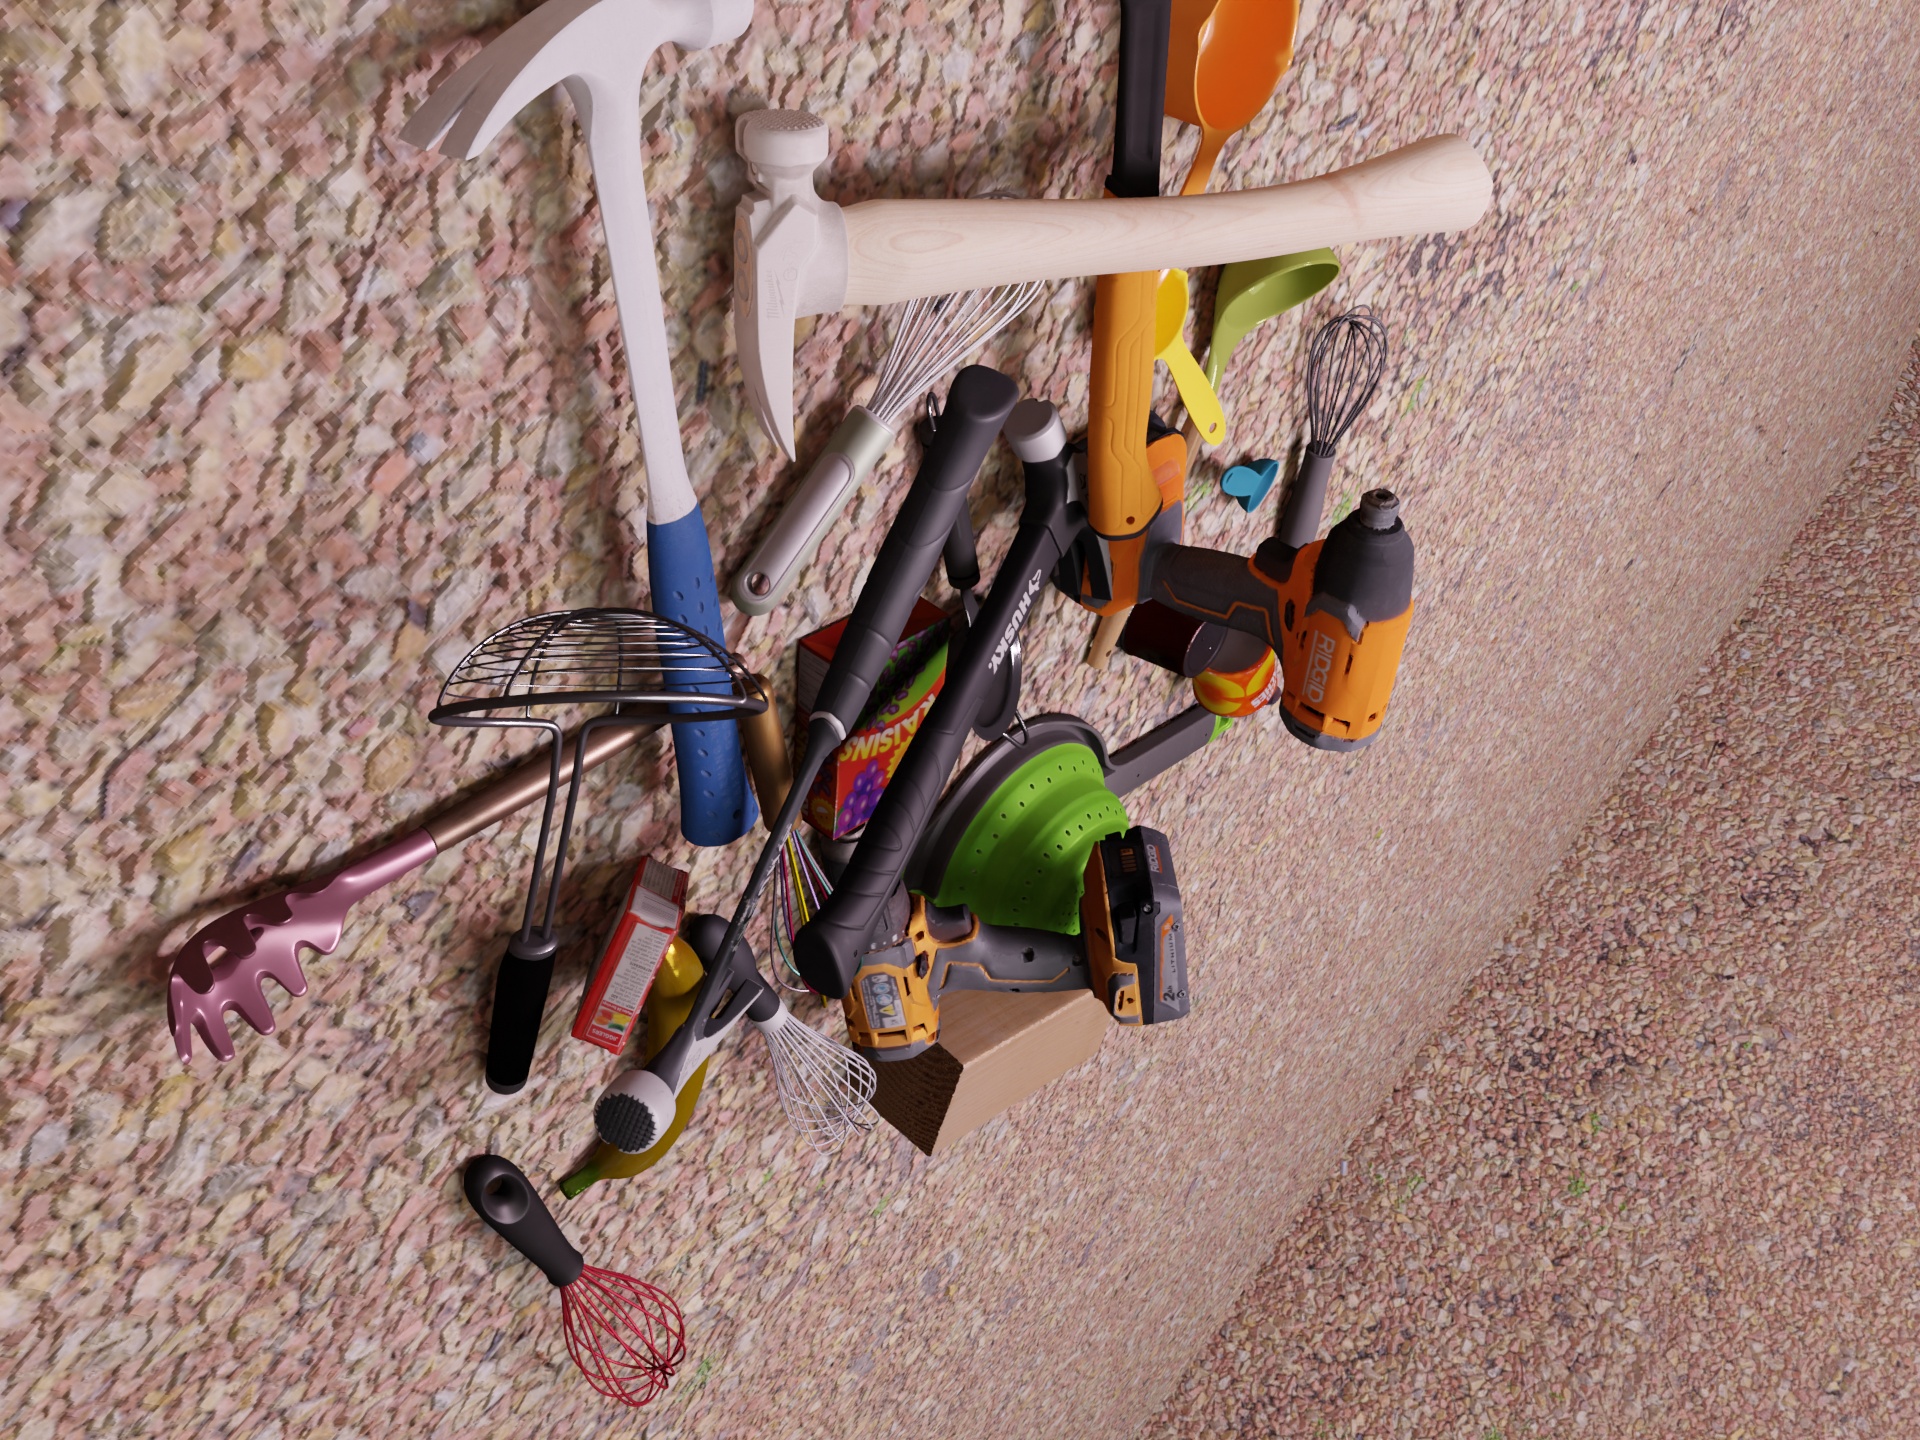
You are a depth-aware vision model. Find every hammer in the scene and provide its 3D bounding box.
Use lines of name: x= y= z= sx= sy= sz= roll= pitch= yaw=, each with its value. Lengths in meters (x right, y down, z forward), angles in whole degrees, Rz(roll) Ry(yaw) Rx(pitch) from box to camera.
hammer: x=0.088 y=-0.224 z=0.761 sx=0.410 sy=0.038 sz=0.146 roll=-14 pitch=127 yaw=-25
hammer: x=-0.001 y=-0.003 z=0.867 sx=0.335 sy=0.035 sz=0.146 roll=-64 pitch=149 yaw=-22
hammer: x=-0.069 y=0.018 z=0.779 sx=0.409 sy=0.036 sz=0.149 roll=-64 pitch=176 yaw=18
hammer: x=0.079 y=-0.237 z=0.803 sx=0.127 sy=0.034 sz=0.336 roll=-15 pitch=131 yaw=-16
hammer: x=-0.129 y=-0.097 z=0.676 sx=0.144 sy=0.035 sz=0.405 roll=-41 pitch=145 yaw=-37

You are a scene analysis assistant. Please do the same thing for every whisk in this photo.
whisk: x=-0.112 y=0.200 z=1.006 sx=0.070 sy=0.070 sz=0.284 roll=-46 pitch=144 yaw=-18
whisk: x=-0.233 y=0.341 z=0.967 sx=0.073 sy=0.073 sz=0.295 roll=-42 pitch=141 yaw=-23
whisk: x=-0.095 y=0.076 z=0.901 sx=0.047 sy=0.051 sz=0.244 roll=-71 pitch=160 yaw=-48
whisk: x=0.270 y=-0.202 z=1.185 sx=0.055 sy=0.055 sz=0.238 roll=-36 pitch=149 yaw=-32
whisk: x=-0.037 y=-0.154 z=0.779 sx=0.246 sy=0.058 sz=0.059 roll=-54 pitch=-179 yaw=5

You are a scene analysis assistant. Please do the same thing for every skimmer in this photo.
skimmer: x=-0.178 y=0.084 z=0.700 sx=0.127 sy=0.090 sz=0.363 roll=-1 pitch=136 yaw=-25

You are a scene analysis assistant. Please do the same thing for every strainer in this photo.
strainer: x=0.001 y=-0.079 z=0.914 sx=0.258 sy=0.050 sz=0.087 roll=79 pitch=28 yaw=-44

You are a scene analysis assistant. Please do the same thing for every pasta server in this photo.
pasta server: x=-0.214 y=0.046 z=0.722 sx=0.316 sy=0.040 sz=0.060 roll=-34 pitch=153 yaw=-36

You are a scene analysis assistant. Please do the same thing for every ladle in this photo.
ladle: x=0.154 y=-0.166 z=1.036 sx=0.078 sy=0.062 sz=0.320 roll=-11 pitch=131 yaw=-48

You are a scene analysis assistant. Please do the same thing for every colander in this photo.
colander: x=0.116 y=0.076 z=1.176 sx=0.397 sy=0.095 sz=0.204 roll=-27 pitch=139 yaw=-41

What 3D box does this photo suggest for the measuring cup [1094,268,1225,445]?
measuring cup: x=0.123 y=-0.215 z=0.949 sx=0.062 sy=0.029 sz=0.156 roll=-52 pitch=142 yaw=-6

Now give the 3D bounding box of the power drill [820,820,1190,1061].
power drill: x=0.024 y=0.125 z=1.003 sx=0.226 sy=0.084 sz=0.185 roll=-8 pitch=125 yaw=3

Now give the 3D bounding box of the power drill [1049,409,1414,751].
power drill: x=0.164 y=-0.098 z=0.940 sx=0.084 sy=0.227 sz=0.164 roll=-34 pitch=143 yaw=-34

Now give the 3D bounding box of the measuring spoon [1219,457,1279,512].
measuring spoon: x=0.192 y=-0.169 z=1.104 sx=0.042 sy=0.021 sz=0.128 roll=-62 pitch=161 yaw=15

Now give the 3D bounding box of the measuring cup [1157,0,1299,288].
measuring cup: x=0.115 y=-0.317 z=0.836 sx=0.095 sy=0.052 sz=0.173 roll=-14 pitch=132 yaw=-50
